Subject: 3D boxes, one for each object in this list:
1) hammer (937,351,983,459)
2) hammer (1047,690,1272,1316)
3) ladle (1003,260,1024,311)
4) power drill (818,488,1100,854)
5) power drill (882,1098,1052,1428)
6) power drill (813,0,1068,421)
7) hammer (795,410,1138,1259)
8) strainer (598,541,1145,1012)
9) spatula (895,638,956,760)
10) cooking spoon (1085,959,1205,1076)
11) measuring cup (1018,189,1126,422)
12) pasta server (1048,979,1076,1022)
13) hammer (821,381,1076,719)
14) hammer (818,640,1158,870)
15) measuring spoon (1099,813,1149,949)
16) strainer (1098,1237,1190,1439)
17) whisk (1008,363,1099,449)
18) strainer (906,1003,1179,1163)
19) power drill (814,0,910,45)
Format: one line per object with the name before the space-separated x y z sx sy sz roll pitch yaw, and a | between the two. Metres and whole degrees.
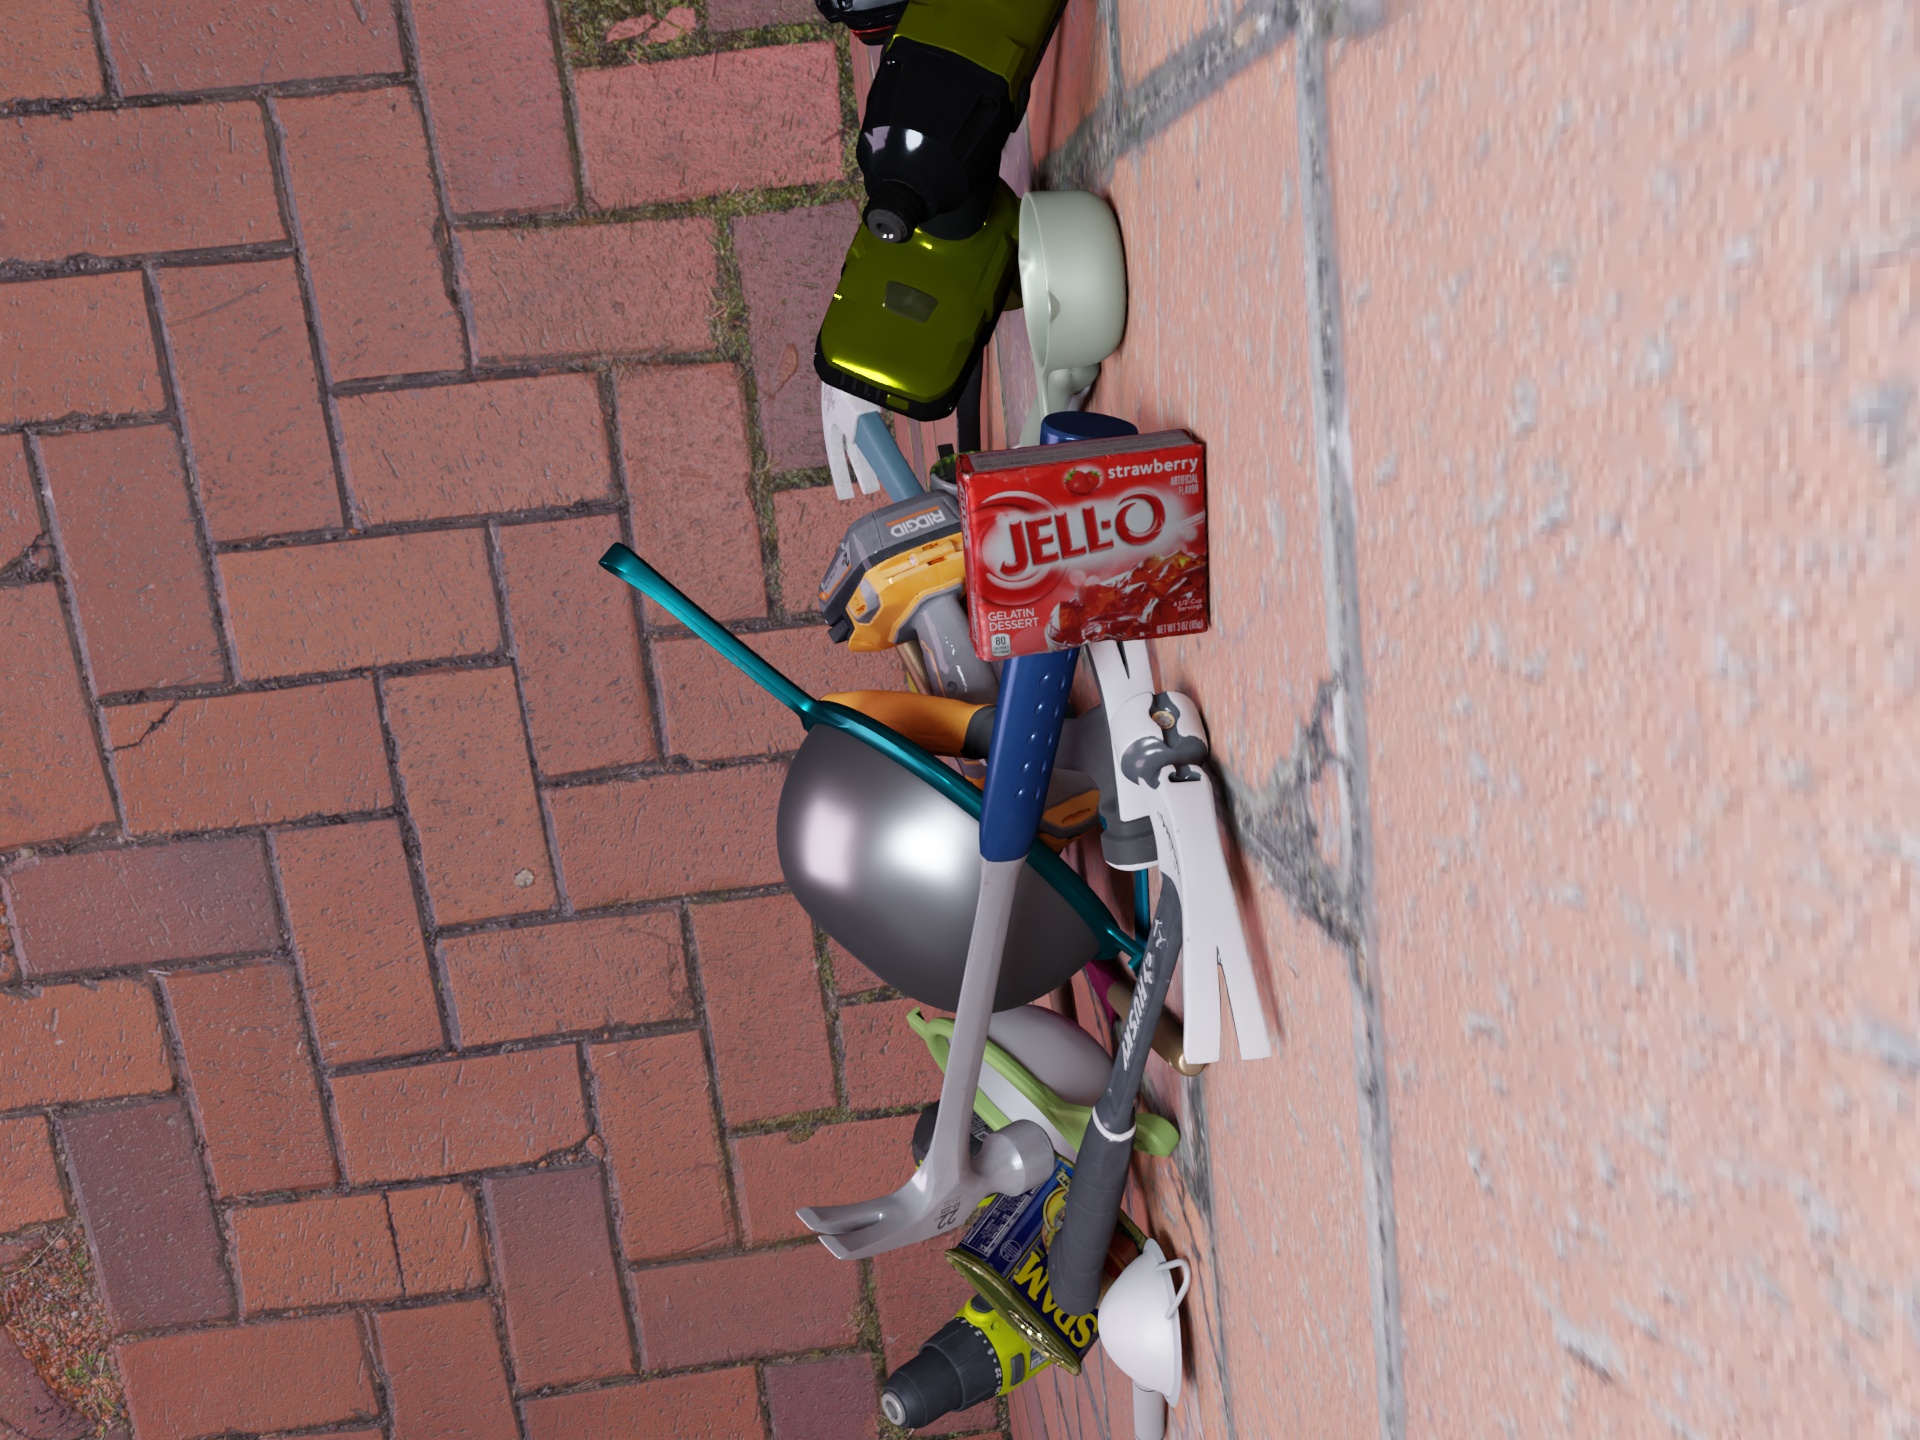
hammer | 0.005 -0.264 1.243 0.334 0.035 0.146 88 173 -54
hammer | 0.075 0.177 0.725 0.408 0.036 0.149 95 170 -48
ladle | 0.032 -0.314 0.779 0.320 0.062 0.078 109 151 -66
power drill | -0.006 -0.005 0.985 0.226 0.084 0.185 63 156 11
power drill | 0.025 0.371 1.110 0.080 0.190 0.228 22 120 46
power drill | -0.010 -0.234 0.700 0.223 0.080 0.171 113 178 -71
hammer | 0.014 0.068 0.692 0.035 0.144 0.405 33 124 40
strainer | -0.071 0.050 0.826 0.340 0.095 0.211 40 168 -14
spatula | 0.002 0.022 1.065 0.060 0.018 0.316 -33 84 55
cooking spoon | 0.091 0.152 0.858 0.319 0.017 0.069 173 76 -86
measuring cup | 0.054 -0.153 0.712 0.083 0.038 0.167 -104 5 -60
pasta server | 0.053 0.121 1.235 0.060 0.040 0.316 58 -159 -69
hammer | -0.014 -0.116 1.056 0.331 0.033 0.128 60 154 26
hammer | -0.001 -0.003 0.841 0.337 0.034 0.127 4 106 62
measuring spoon | 0.083 0.083 0.811 0.042 0.021 0.128 -104 8 -61
strainer | 0.106 0.374 0.914 0.258 0.050 0.087 82 179 -47
whisk | 0.044 -0.147 0.864 0.059 0.058 0.246 48 169 4
strainer | 0.072 0.211 0.923 0.151 0.069 0.256 49 158 -8
power drill | -0.029 -0.436 0.892 0.226 0.080 0.188 -3 -97 -80
